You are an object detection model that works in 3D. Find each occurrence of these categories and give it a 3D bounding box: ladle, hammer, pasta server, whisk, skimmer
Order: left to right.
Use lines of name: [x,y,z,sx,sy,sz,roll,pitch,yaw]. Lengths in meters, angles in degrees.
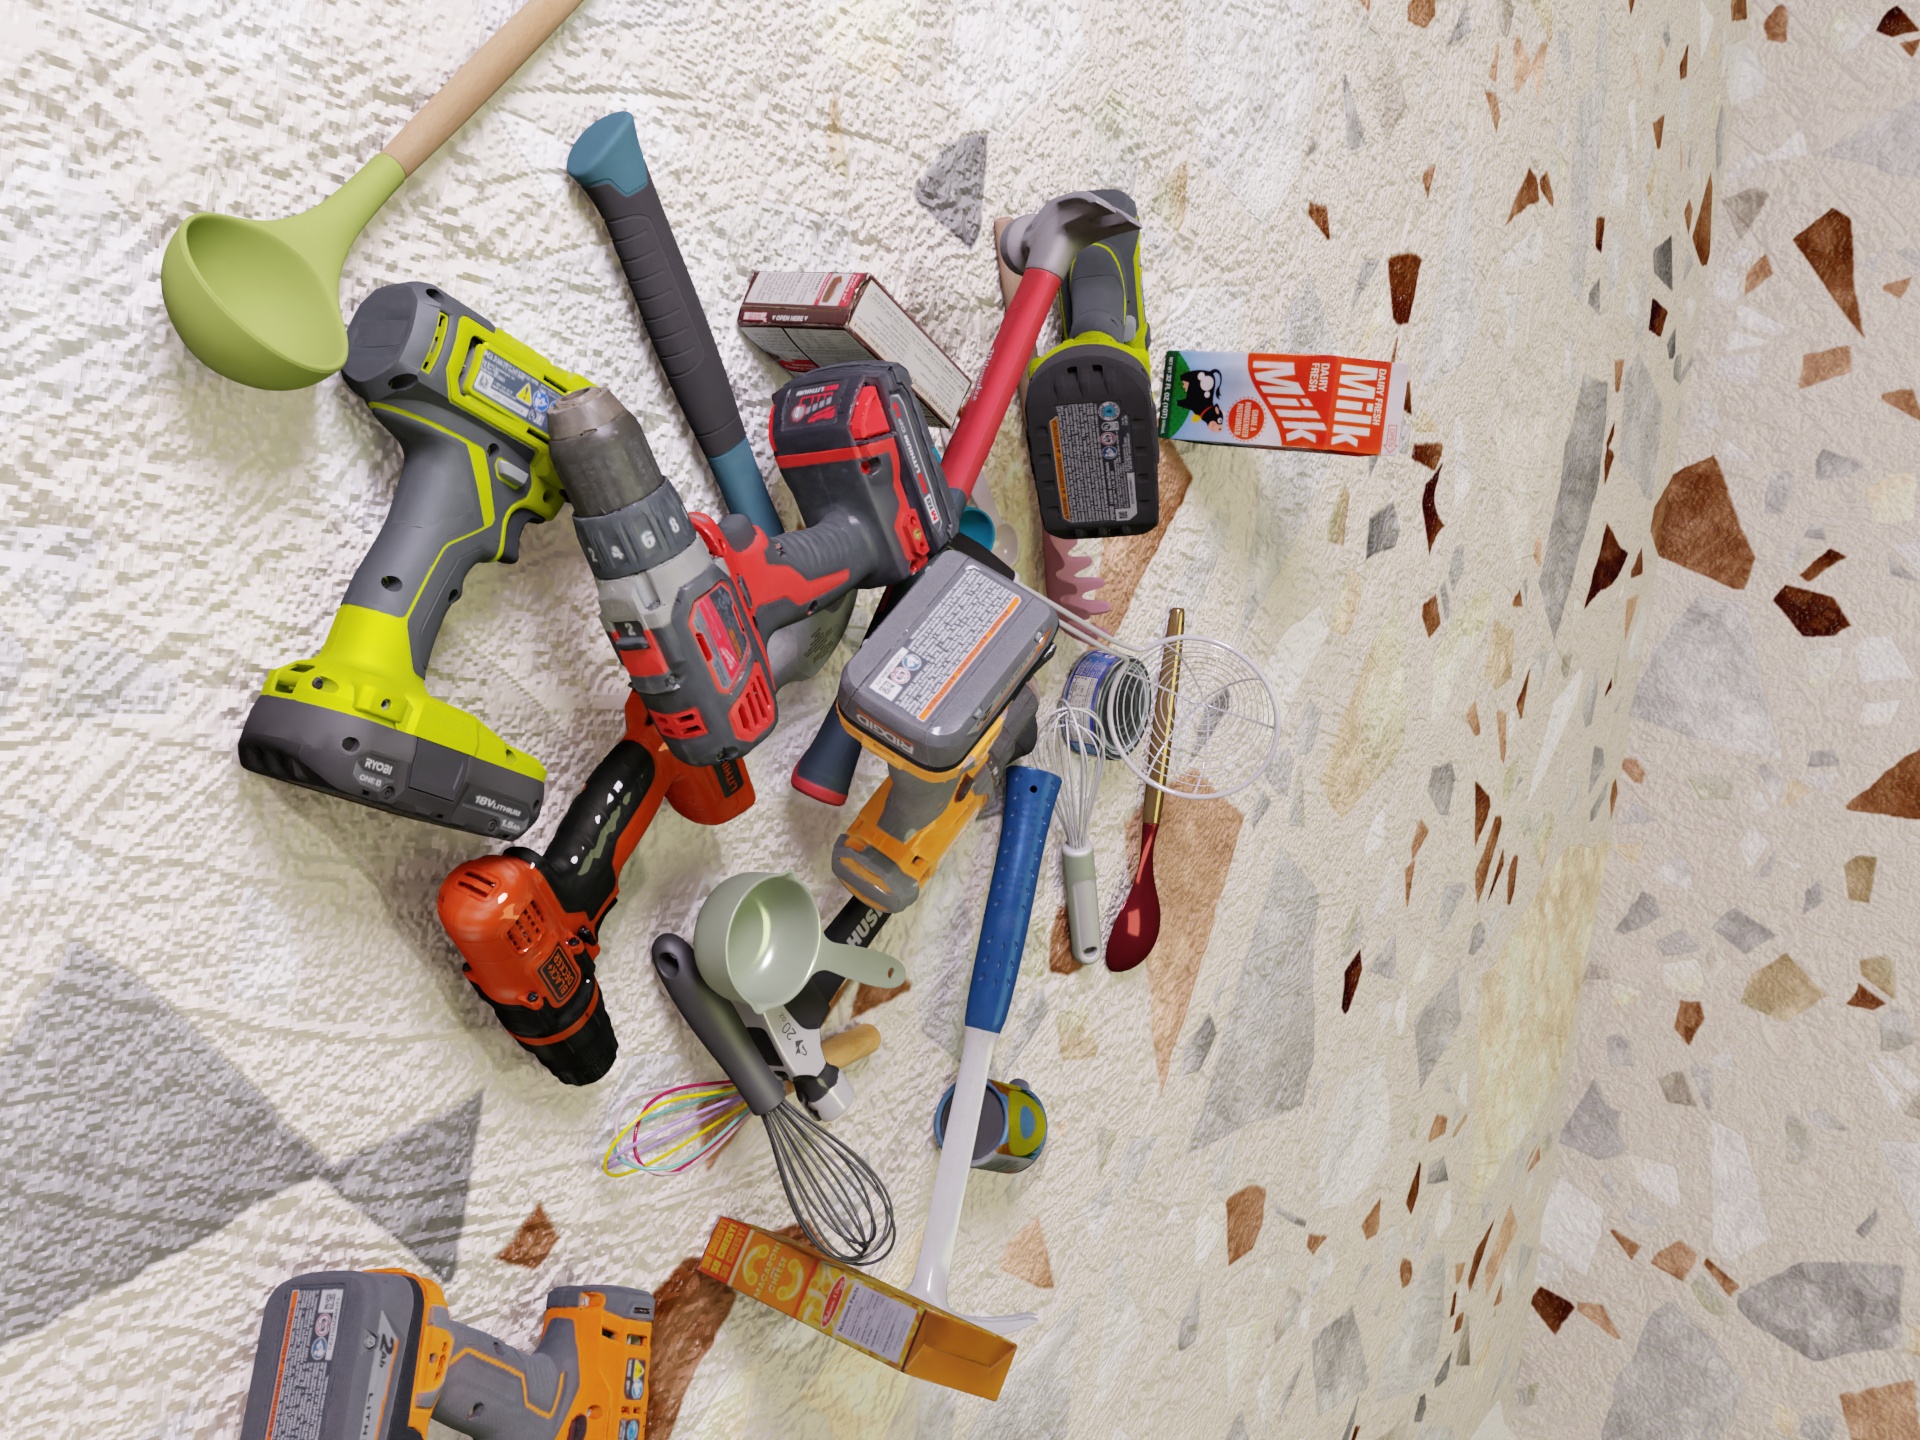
ladle: [-0.230,-0.264,0.701,0.078,0.062,0.320,46,58,-28]
hammer: [-0.135,-0.163,0.874,0.128,0.033,0.330,-48,134,-35]
whisk: [-0.126,0.228,0.983,0.245,0.051,0.047,-12,103,-55]
whisk: [-0.111,0.223,0.936,0.055,0.055,0.239,-41,104,-40]
hammer: [-0.039,0.090,1.053,0.335,0.035,0.146,-51,121,-38]
hammer: [-0.005,-0.127,0.945,0.038,0.143,0.386,23,92,-21]
hammer: [0.019,0.233,1.135,0.035,0.144,0.406,95,8,-78]
pasta server: [0.063,-0.197,1.131,0.060,0.040,0.316,-61,144,-58]
skimmer: [0.079,-0.050,1.091,0.363,0.127,0.090,27,35,-38]
whisk: [0.091,0.092,1.240,0.058,0.059,0.246,-14,121,-10]
ladle: [0.164,0.061,1.348,0.069,0.031,0.315,3,95,-54]

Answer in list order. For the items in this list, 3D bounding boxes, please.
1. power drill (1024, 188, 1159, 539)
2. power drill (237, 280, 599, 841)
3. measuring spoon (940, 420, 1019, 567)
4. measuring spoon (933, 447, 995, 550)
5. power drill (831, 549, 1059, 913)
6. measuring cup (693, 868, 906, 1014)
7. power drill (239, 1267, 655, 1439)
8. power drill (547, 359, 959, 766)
power drill: [0.096,-0.224,1.078,0.229,0.080,0.190,-82,165,-47]
power drill: [-0.228,-0.065,0.740,0.171,0.080,0.223,29,72,-54]
measuring spoon: [0.008,-0.156,1.091,0.034,0.018,0.124,-51,129,-34]
measuring spoon: [-0.018,-0.157,1.053,0.042,0.021,0.128,-40,123,-14]
power drill: [-0.001,-0.003,0.933,0.185,0.084,0.226,-52,166,-27]
measuring cup: [-0.093,0.136,0.939,0.167,0.038,0.083,27,70,-52]
power drill: [-0.243,0.362,0.795,0.226,0.084,0.164,37,47,-52]
power drill: [-0.105,-0.109,0.807,0.227,0.080,0.187,-48,127,-44]
